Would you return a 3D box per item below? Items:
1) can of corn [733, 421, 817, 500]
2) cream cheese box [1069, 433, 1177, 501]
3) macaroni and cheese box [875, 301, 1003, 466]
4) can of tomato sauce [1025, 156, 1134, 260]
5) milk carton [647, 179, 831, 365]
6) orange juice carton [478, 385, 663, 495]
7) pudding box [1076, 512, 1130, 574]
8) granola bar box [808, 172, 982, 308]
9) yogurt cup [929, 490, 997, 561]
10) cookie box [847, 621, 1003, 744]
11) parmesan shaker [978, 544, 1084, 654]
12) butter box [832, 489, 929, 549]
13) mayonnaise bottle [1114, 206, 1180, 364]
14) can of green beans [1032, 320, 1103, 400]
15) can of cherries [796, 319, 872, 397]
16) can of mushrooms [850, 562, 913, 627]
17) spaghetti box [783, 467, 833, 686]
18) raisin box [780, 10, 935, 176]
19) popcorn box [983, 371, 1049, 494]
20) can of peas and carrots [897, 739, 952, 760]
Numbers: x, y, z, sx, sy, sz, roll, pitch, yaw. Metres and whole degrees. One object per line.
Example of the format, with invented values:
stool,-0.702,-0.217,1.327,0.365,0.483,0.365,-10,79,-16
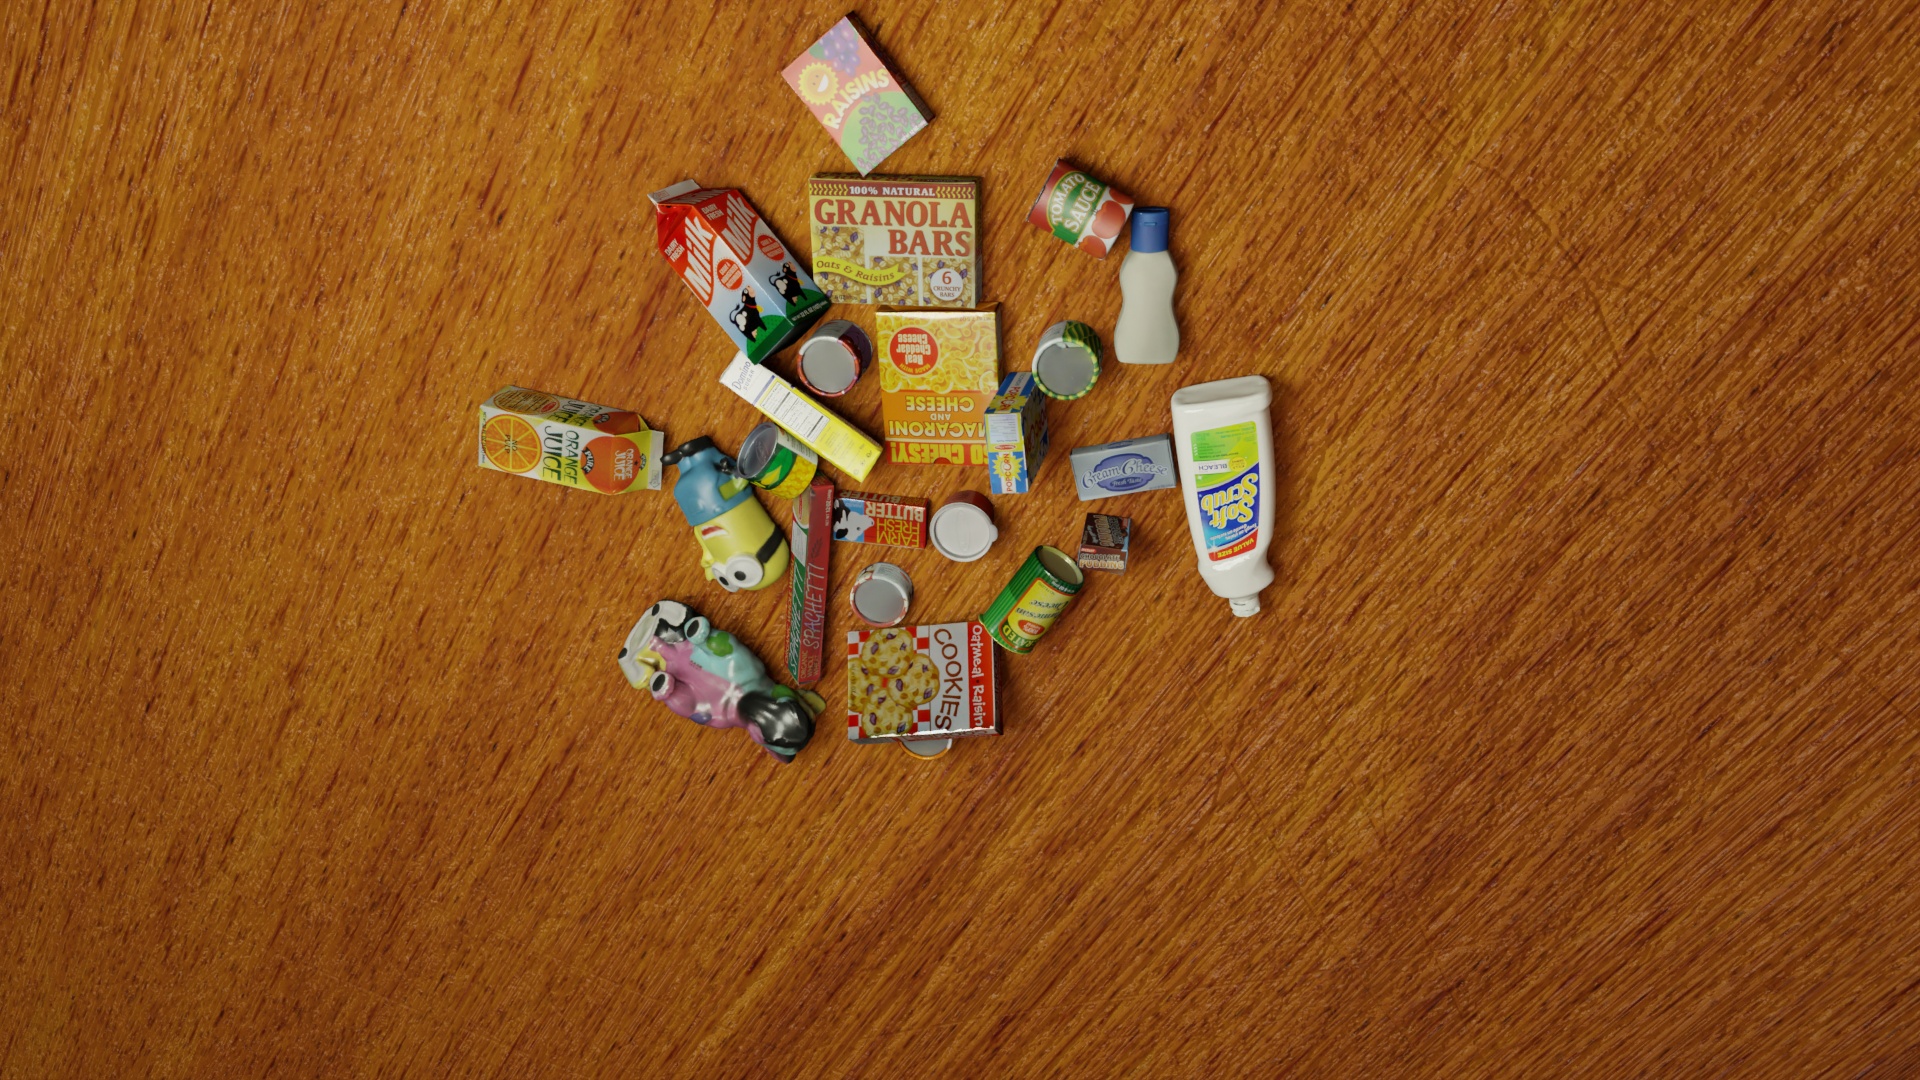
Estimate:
can of corn,-0.195,-0.081,1.463,0.071,0.071,0.058,-40,132,24
cream cheese box,0.169,-0.075,1.436,0.104,0.024,0.053,-9,113,14
macaroni and cheese box,-0.019,-0.158,1.421,0.124,0.040,0.165,1,115,10
can of tomato sauce,0.113,-0.312,1.310,0.083,0.071,0.071,27,116,-4
milk carton,-0.225,-0.275,1.367,0.190,0.073,0.073,51,129,-2
orange juice carton,-0.414,-0.105,1.497,0.193,0.073,0.071,12,116,3
pudding box,0.150,0.003,1.442,0.050,0.084,0.030,9,116,6
granola bar box,-0.063,-0.295,1.366,0.165,0.039,0.123,3,115,9
yogurt cup,0.005,-0.018,1.474,0.072,0.054,0.072,4,115,8
cookie box,-0.039,0.157,1.534,0.167,0.040,0.123,-6,70,12
parmesan shaker,0.076,0.062,1.491,0.071,0.071,0.102,33,116,-6
butter box,-0.086,-0.023,1.505,0.103,0.024,0.053,6,116,8
mayonnaise bottle,0.182,-0.246,1.345,0.065,0.041,0.147,2,114,8
can of green beans,0.107,-0.179,1.380,0.071,0.058,0.071,4,116,8
can of cherries,-0.127,-0.184,1.418,0.071,0.059,0.071,4,115,8
can of mushrooms,-0.088,0.063,1.540,0.071,0.033,0.070,3,115,7
spaghetti box,-0.169,0.042,1.533,0.029,0.050,0.248,-7,119,-26
raisin box,-0.096,-0.421,1.313,0.086,0.040,0.123,-34,106,23
popcorn box,0.057,-0.109,1.382,0.038,0.127,0.085,0,115,14
can of peas and carrots,-0.039,0.209,1.585,0.071,0.059,0.070,4,115,8
